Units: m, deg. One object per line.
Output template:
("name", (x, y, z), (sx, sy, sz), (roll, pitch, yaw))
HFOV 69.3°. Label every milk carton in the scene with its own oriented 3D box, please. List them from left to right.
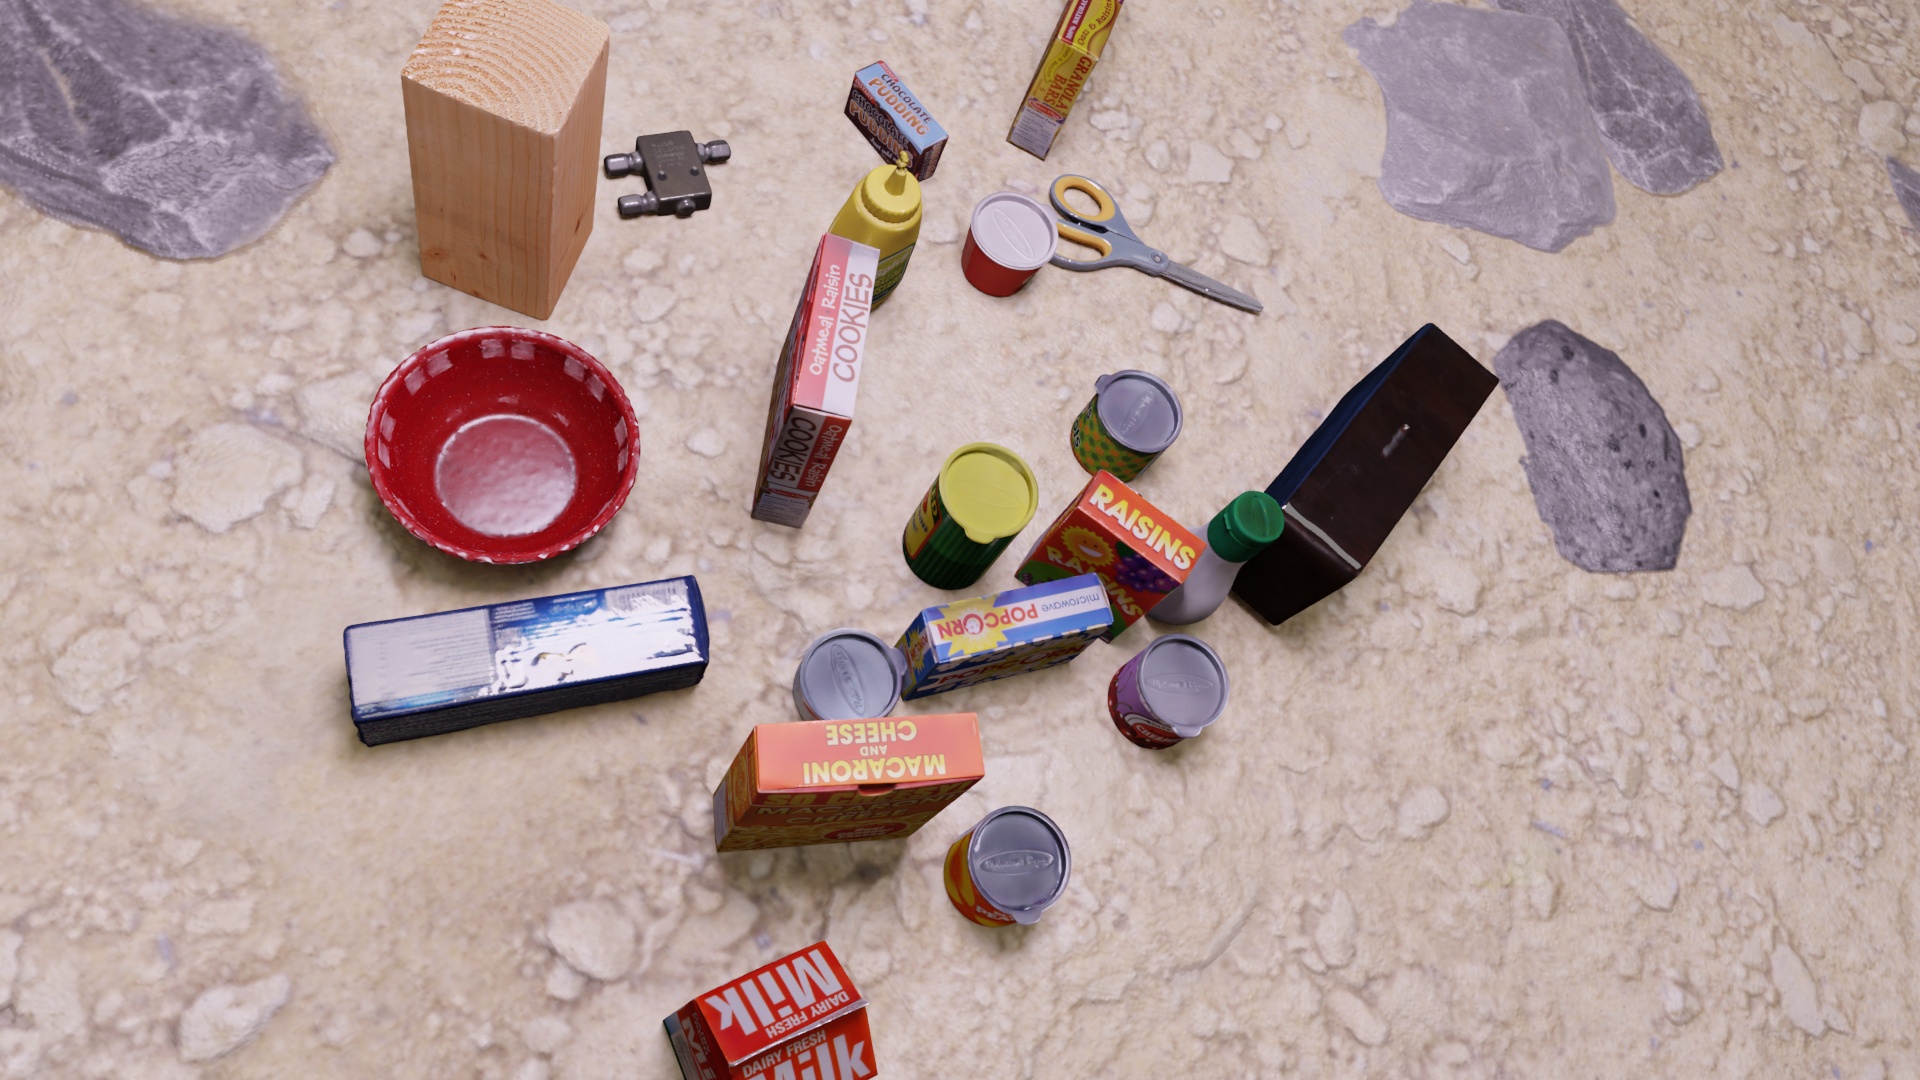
("milk carton", (-0.099, 0.261, 0.721), (0.072, 0.189, 0.073), (-19, 75, -24))

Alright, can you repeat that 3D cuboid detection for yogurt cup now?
("yogurt cup", (0.034, -0.221, 1.050), (0.072, 0.053, 0.072), (7, 66, -15))

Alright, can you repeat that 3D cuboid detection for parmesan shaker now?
("parmesan shaker", (0.003, -0.012, 0.922), (0.071, 0.102, 0.071), (7, 66, -15))

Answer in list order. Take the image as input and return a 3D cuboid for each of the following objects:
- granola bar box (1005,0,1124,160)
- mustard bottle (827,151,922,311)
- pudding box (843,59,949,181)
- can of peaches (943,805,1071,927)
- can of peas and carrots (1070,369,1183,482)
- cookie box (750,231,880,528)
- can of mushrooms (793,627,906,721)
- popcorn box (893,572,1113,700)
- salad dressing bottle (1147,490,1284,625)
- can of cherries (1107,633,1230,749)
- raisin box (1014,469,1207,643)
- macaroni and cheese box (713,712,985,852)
("granola bar box", (0.095, -0.406, 1.110), (0.039, 0.123, 0.166), (25, 62, -6))
("mustard bottle", (-0.059, -0.213, 0.957), (0.065, 0.159, 0.049), (-35, 82, -27))
("pudding box", (-0.050, -0.321, 1.069), (0.030, 0.049, 0.084), (-35, 82, -27))
("can of peaches", (0.028, 0.205, 0.861), (0.071, 0.057, 0.071), (7, 66, -15))
("can of peas and carrots", (0.118, -0.084, 1.015), (0.071, 0.058, 0.071), (7, 66, -15))
("cookie box", (-0.096, -0.098, 0.891), (0.040, 0.166, 0.123), (12, 65, -13))
("can of mushrooms", (-0.071, 0.092, 0.892), (0.071, 0.033, 0.071), (7, 66, -15))
("popcorn box", (0.026, 0.063, 0.907), (0.127, 0.085, 0.038), (-11, 72, -22))
("salad dressing bottle", (0.168, 0.012, 0.939), (0.044, 0.147, 0.064), (-1, 68, -18))
("can of cherries", (0.139, 0.105, 0.940), (0.071, 0.058, 0.072), (7, 66, -15))
("raisin box", (0.098, 0.013, 0.930), (0.086, 0.123, 0.040), (37, 62, 0))
("macaroni and cheese box", (-0.069, 0.142, 0.796), (0.124, 0.165, 0.040), (-1, 68, -18))
